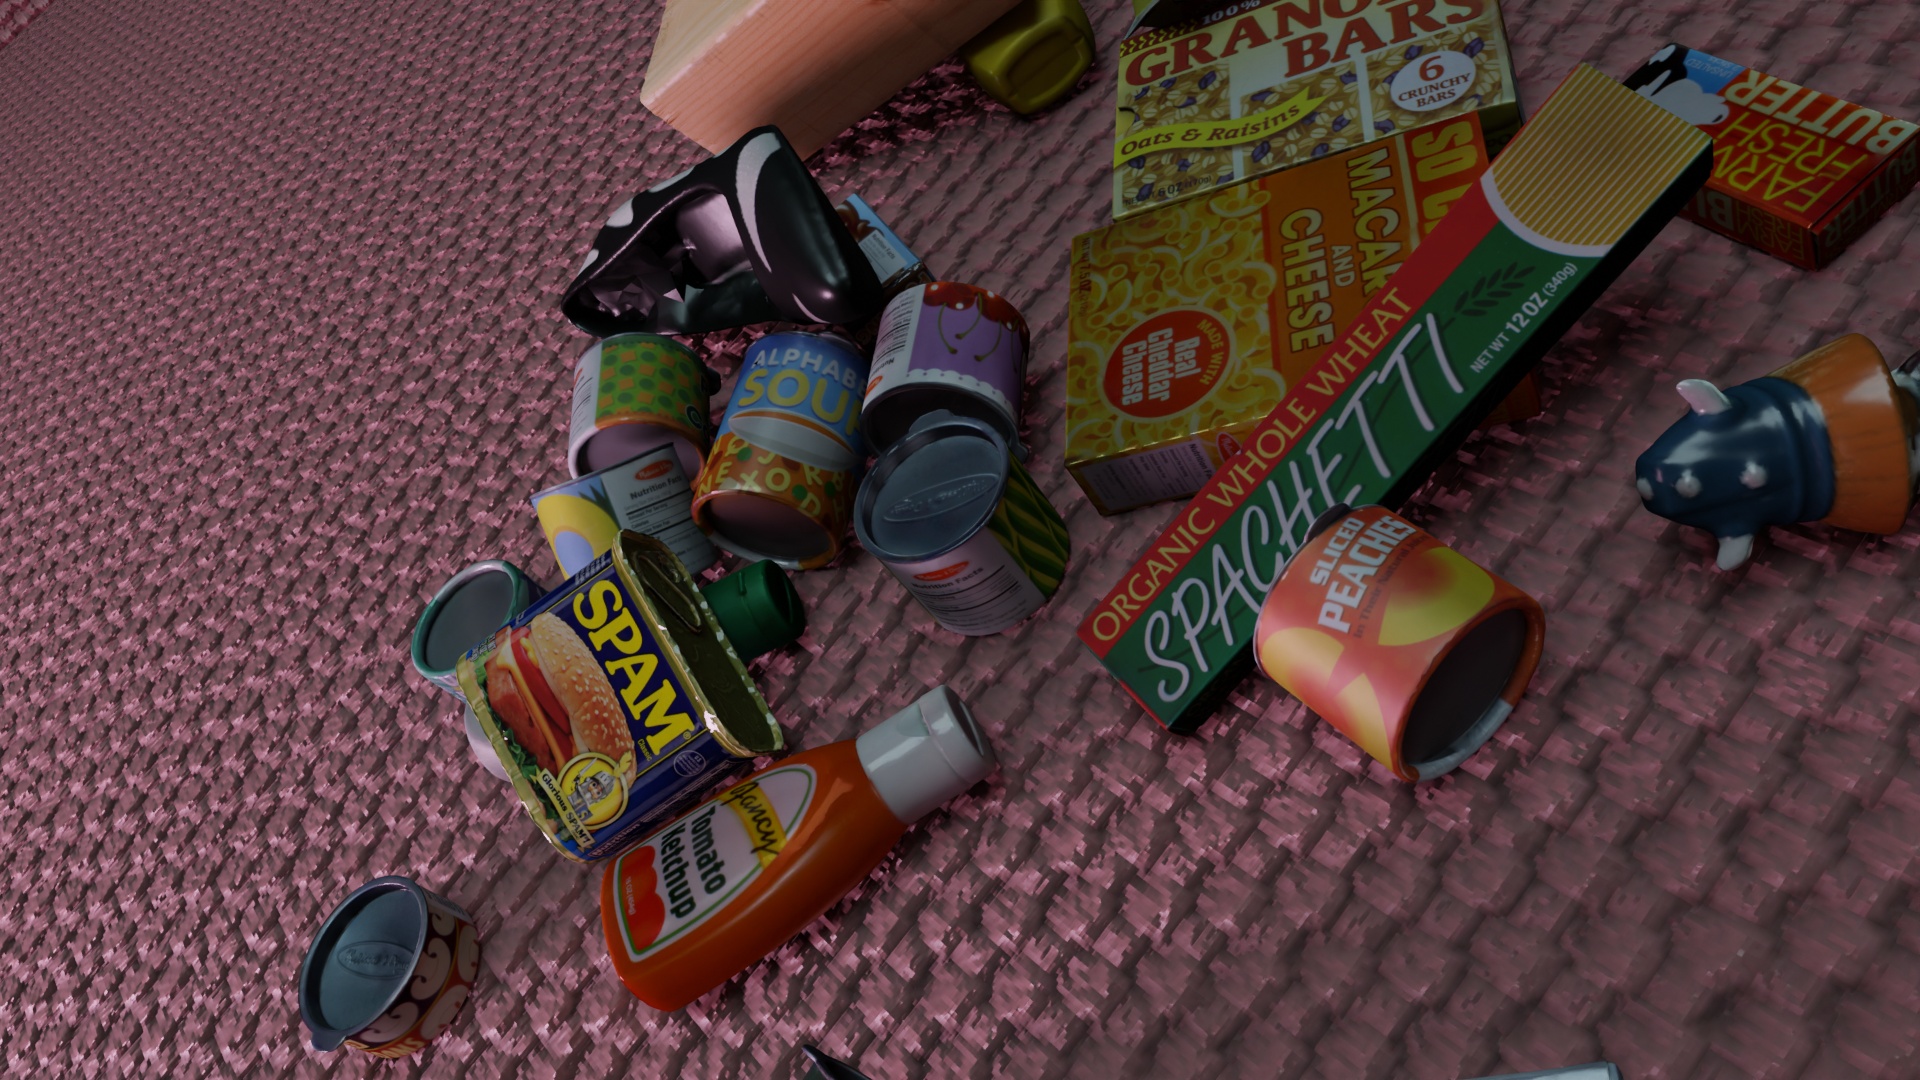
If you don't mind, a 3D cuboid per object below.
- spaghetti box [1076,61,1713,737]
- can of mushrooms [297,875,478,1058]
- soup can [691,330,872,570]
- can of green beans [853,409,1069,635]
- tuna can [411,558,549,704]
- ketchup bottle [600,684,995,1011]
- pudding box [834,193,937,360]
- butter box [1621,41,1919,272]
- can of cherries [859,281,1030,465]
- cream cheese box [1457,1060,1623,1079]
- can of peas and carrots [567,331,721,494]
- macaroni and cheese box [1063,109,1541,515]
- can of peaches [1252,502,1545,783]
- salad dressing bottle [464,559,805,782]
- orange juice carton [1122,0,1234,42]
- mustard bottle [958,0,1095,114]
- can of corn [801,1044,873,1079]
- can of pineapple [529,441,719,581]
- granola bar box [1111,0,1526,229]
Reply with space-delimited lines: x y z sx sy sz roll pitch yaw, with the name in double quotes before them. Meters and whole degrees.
"spaghetti box" 0.137 -0.041 0.456 0.249 0.028 0.050 -49 62 10
"can of mushrooms" -0.233 0.176 0.566 0.071 0.033 0.071 -16 50 20
"soup can" -0.073 -0.040 0.602 0.071 0.071 0.084 -5 56 29
"can of green beans" 0.002 -0.005 0.538 0.071 0.057 0.071 -17 50 21
"tuna can" -0.224 0.046 0.658 0.071 0.032 0.071 -17 50 21
"ketchup bottle" -0.058 0.106 0.502 0.149 0.043 0.065 -33 40 6
"pudding box" -0.048 -0.131 0.683 0.049 0.030 0.084 -39 46 2
"butter box" 0.275 -0.138 0.491 0.053 0.024 0.104 -40 46 -2
"can of cherries" -0.003 -0.065 0.584 0.071 0.071 0.059 -11 52 25
"cream cheese box" 0.121 0.169 0.356 0.103 0.024 0.053 -16 50 21
"can of peas and carrots" -0.151 -0.056 0.668 0.071 0.070 0.059 -22 49 17
"macaroni and cheese box" 0.125 -0.086 0.534 0.166 0.040 0.124 -13 53 24
"can of peaches" 0.133 0.030 0.422 0.071 0.071 0.058 -45 47 -5
"salad dressing bottle" -0.138 0.054 0.592 0.147 0.044 0.064 -25 47 11
"orange juice carton" 0.145 -0.314 0.653 0.193 0.073 0.071 -51 10 -11
"mustard bottle" 0.022 -0.290 0.745 0.065 0.048 0.161 -35 45 16
"can of corn" -0.034 0.193 0.404 0.071 0.071 0.058 24 73 41
"can of pineapple" -0.149 -0.005 0.614 0.071 0.057 0.071 -20 7 3
"granola bar box" 0.149 -0.192 0.599 0.165 0.039 0.125 -12 52 24
